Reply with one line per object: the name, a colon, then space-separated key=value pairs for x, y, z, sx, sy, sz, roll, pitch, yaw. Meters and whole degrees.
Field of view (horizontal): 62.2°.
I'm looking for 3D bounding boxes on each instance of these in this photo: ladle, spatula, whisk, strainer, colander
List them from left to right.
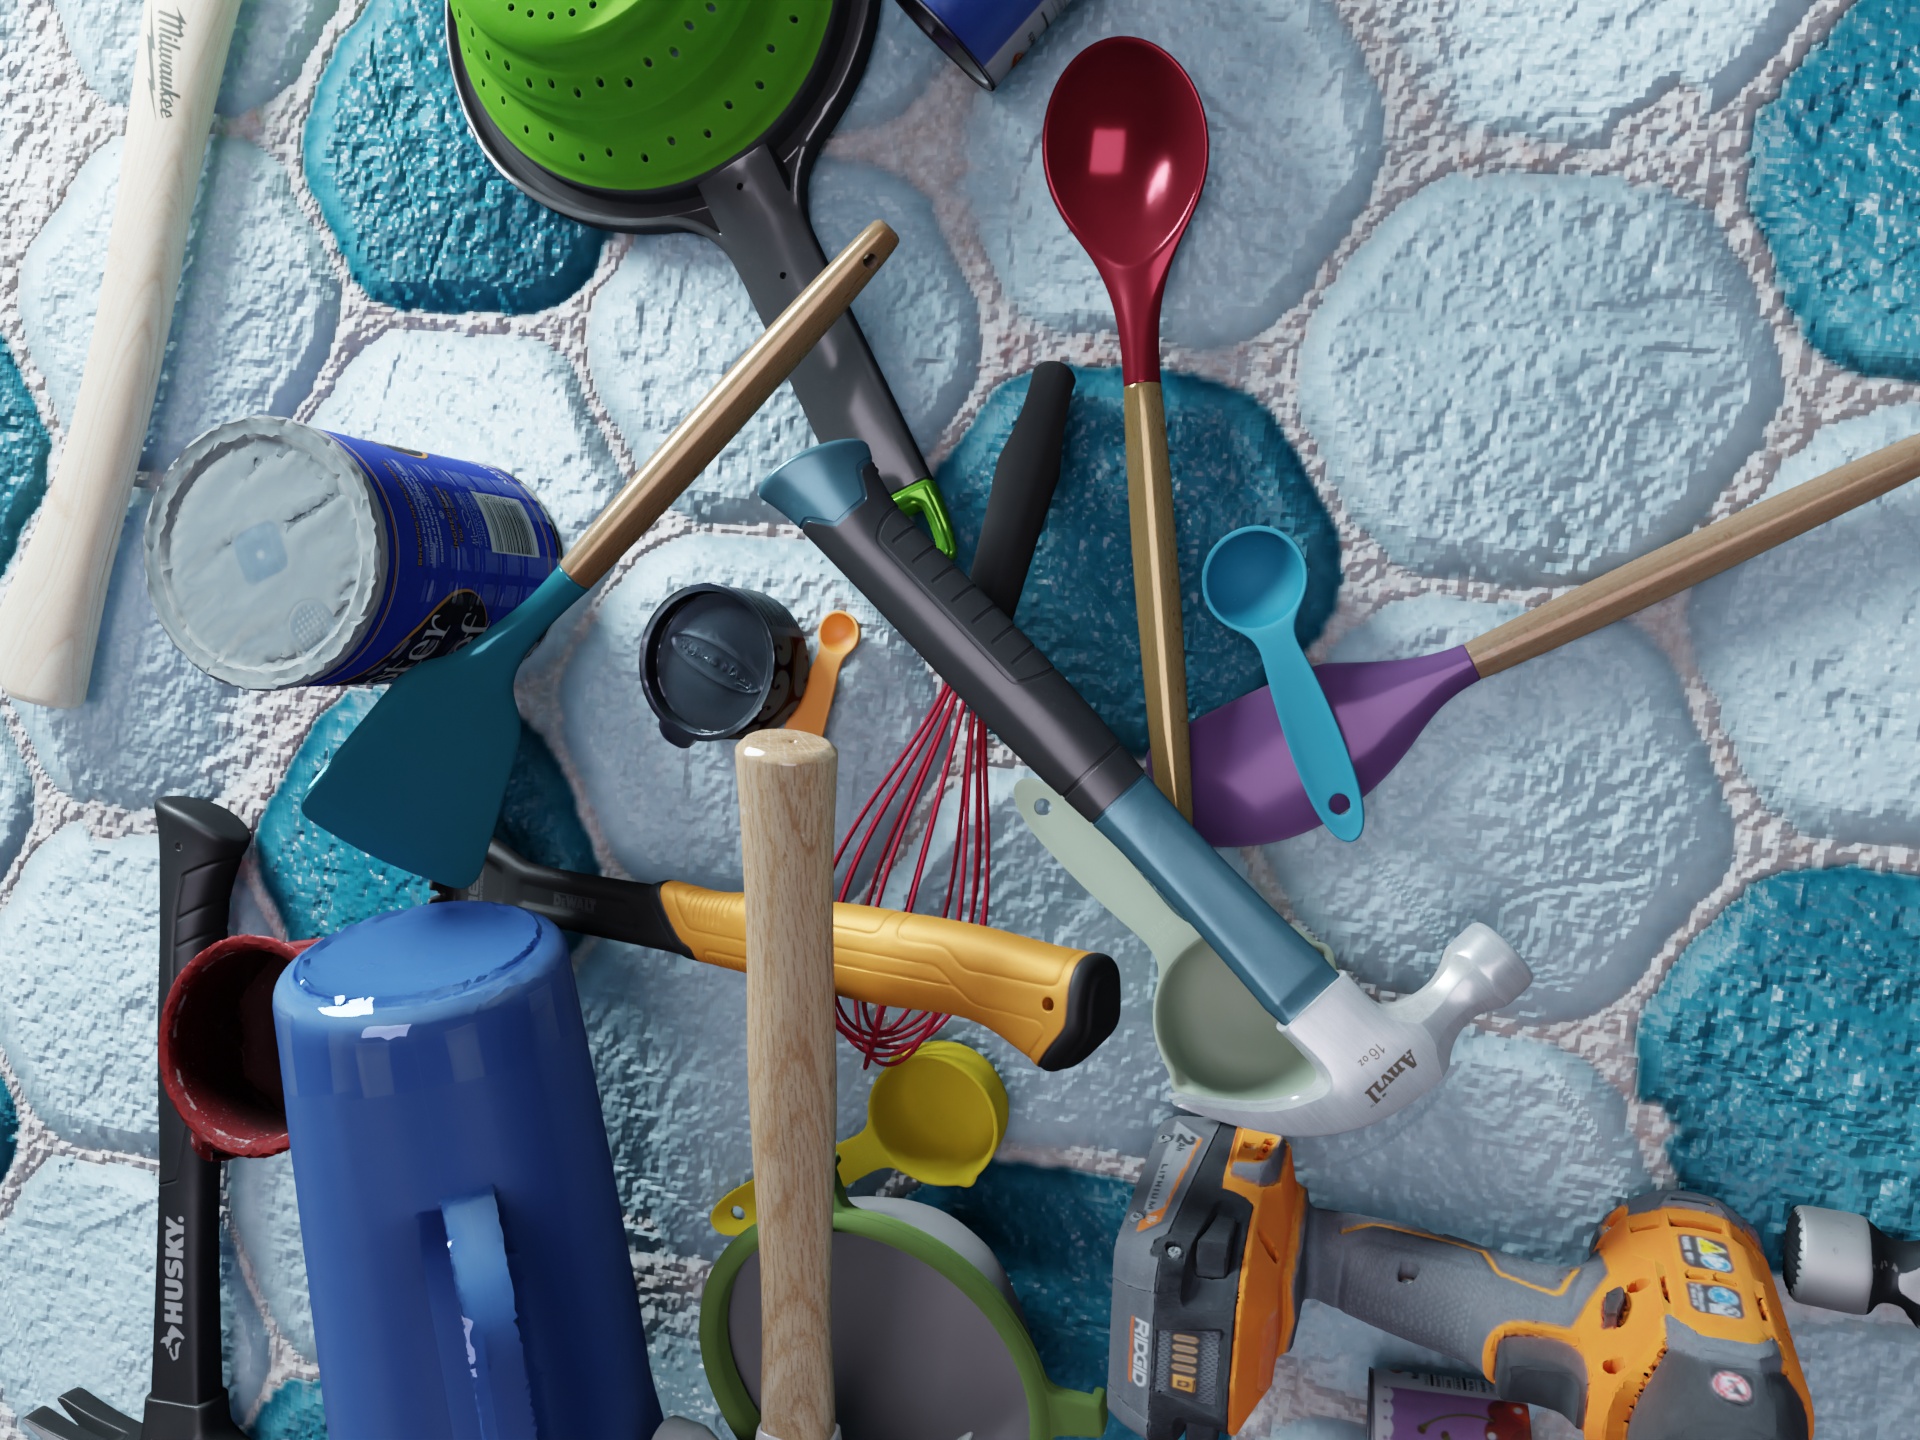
spatula: x=-0.131 y=-0.069 z=0.625 sx=0.317 sy=0.082 sz=0.044 roll=-46 pitch=40 yaw=9
colander: x=-0.106 y=-0.238 z=0.639 sx=0.204 sy=0.094 sz=0.397 roll=-27 pitch=85 yaw=14
strainer: x=-0.053 y=0.287 z=0.671 sx=0.151 sy=0.069 sz=0.256 roll=40 pitch=118 yaw=6
whisk: x=-0.001 y=-0.002 z=0.642 sx=0.073 sy=0.073 sz=0.296 roll=16 pitch=91 yaw=13
ladle: x=0.075 y=-0.107 z=0.629 sx=0.069 sy=0.031 sz=0.315 roll=-4 pitch=91 yaw=28
spatula: x=0.220 y=-0.031 z=0.604 sx=0.316 sy=0.018 sz=0.060 roll=-27 pitch=81 yaw=15

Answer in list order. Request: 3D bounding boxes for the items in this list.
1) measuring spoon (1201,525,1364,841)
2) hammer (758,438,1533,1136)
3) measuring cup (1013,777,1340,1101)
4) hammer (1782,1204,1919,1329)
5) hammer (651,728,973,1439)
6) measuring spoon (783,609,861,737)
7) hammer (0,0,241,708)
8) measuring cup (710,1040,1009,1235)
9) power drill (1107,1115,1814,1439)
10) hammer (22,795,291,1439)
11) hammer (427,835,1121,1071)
measuring spoon: x=0.132 y=-0.014 z=0.620 sx=0.042 sy=0.021 sz=0.129 roll=-22 pitch=81 yaw=23
hammer: x=0.050 y=0.018 z=0.594 sx=0.128 sy=0.033 sz=0.331 roll=-43 pitch=84 yaw=-3
measuring cup: x=0.085 y=0.083 z=0.634 sx=0.168 sy=0.038 sz=0.083 roll=45 pitch=102 yaw=11
hammer: x=0.388 y=0.016 z=0.550 sx=0.149 sy=0.036 sz=0.409 roll=6 pitch=92 yaw=20
hammer: x=-0.058 y=0.164 z=0.577 sx=0.130 sy=0.031 sz=0.331 roll=8 pitch=109 yaw=20
measuring spoon: x=-0.066 y=0.008 z=0.684 sx=0.021 sy=0.011 sz=0.117 roll=24 pitch=101 yaw=23
hammer: x=-0.374 y=-0.203 z=0.739 sx=0.146 sy=0.038 sz=0.410 roll=17 pitch=97 yaw=12
measuring cup: x=-0.045 y=0.184 z=0.681 sx=0.156 sy=0.029 sz=0.062 roll=-32 pitch=89 yaw=25
power drill: x=0.169 y=0.214 z=0.552 sx=0.226 sy=0.164 sz=0.084 roll=5 pitch=105 yaw=16
hammer: x=-0.370 y=0.203 z=0.754 sx=0.146 sy=0.035 sz=0.335 roll=3 pitch=93 yaw=13
hammer: x=-0.090 y=0.074 z=0.625 sx=0.337 sy=0.034 sz=0.127 roll=6 pitch=93 yaw=33
